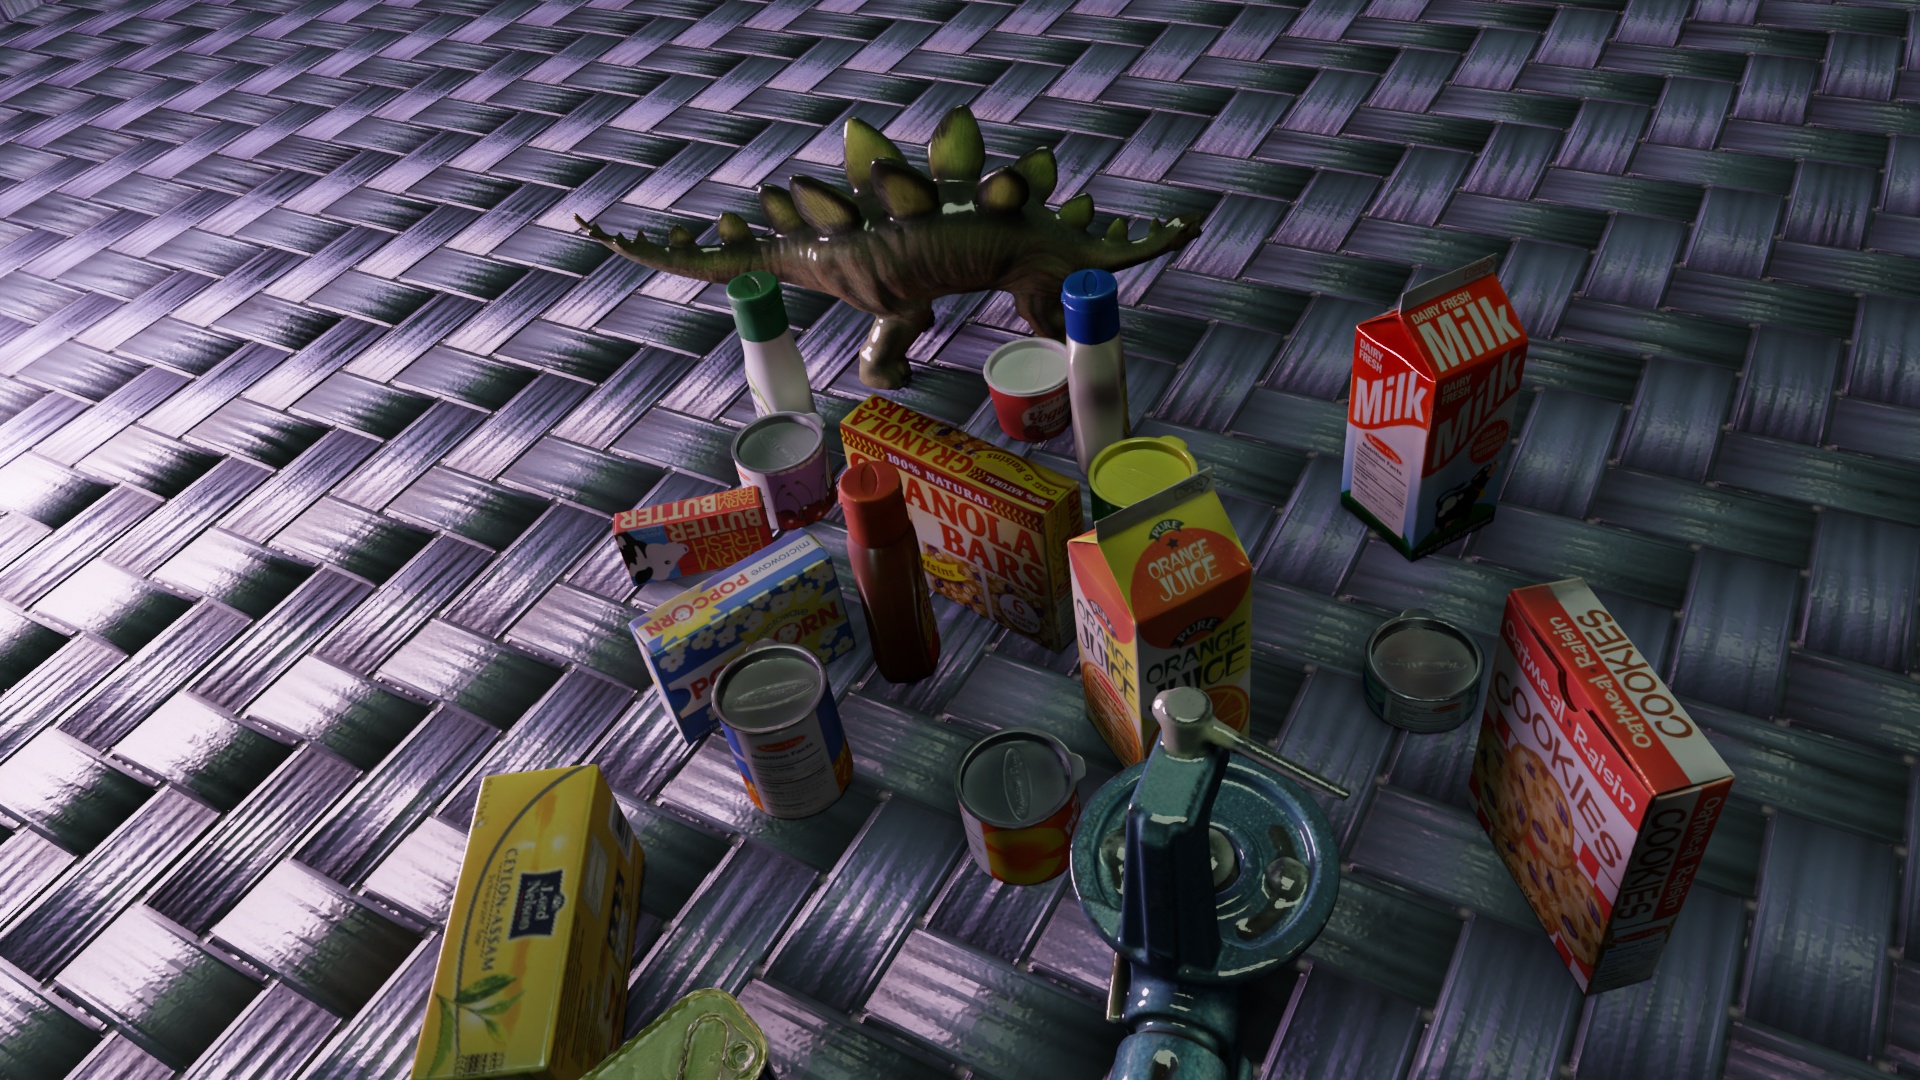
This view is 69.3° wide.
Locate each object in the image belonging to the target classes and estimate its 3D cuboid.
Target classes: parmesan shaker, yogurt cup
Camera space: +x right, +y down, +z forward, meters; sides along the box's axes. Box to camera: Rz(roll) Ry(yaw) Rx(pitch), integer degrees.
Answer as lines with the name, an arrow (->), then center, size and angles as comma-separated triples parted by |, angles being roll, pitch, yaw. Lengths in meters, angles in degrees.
parmesan shaker -> 0.118, -0.006, 0.875 | 0.071, 0.102, 0.072 | -5, 43, 5
yogurt cup -> 0.054, -0.110, 1.031 | 0.072, 0.053, 0.073 | -5, 43, 5

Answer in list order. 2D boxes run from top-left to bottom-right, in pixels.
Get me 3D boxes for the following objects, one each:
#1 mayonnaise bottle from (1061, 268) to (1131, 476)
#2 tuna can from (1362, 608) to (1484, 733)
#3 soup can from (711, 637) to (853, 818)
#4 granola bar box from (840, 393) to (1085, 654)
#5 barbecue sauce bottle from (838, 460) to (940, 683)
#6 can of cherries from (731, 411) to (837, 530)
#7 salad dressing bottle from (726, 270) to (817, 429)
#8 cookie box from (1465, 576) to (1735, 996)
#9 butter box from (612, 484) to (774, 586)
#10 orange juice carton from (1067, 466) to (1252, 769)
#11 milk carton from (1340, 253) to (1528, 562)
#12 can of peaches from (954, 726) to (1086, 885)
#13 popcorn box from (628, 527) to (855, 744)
mayonnaise bottle -> 0.095, -0.116, 0.962 | 0.041, 0.147, 0.065 | -2, 44, 8
tuna can -> 0.269, 0.076, 0.812 | 0.071, 0.032, 0.071 | -5, 43, 5
soup can -> -0.102, 0.109, 0.808 | 0.071, 0.083, 0.072 | -5, 43, 5
granola bar box -> 0.003, -0.011, 0.885 | 0.166, 0.123, 0.039 | 26, 54, 32
barbecue sauce bottle -> -0.044, 0.018, 0.846 | 0.044, 0.147, 0.065 | -9, 43, 1
can of cherries -> -0.123, -0.051, 0.998 | 0.071, 0.058, 0.072 | -5, 43, 5
salad dressing bottle -> -0.136, -0.126, 1.014 | 0.044, 0.146, 0.064 | -22, 44, -12
cookie box -> 0.296, 0.119, 0.664 | 0.040, 0.166, 0.123 | -14, 43, -4
butter box -> -0.183, -0.003, 0.963 | 0.103, 0.052, 0.024 | -12, 43, -2
orange juice carton -> 0.109, 0.045, 0.757 | 0.072, 0.191, 0.073 | -24, 45, -14
milk carton -> 0.293, -0.086, 0.863 | 0.072, 0.189, 0.074 | -25, 45, -15
can of peaches -> 0.035, 0.146, 0.763 | 0.071, 0.057, 0.071 | -5, 43, 5
popcorn box -> -0.133, 0.059, 0.865 | 0.127, 0.084, 0.038 | -30, 47, -20
